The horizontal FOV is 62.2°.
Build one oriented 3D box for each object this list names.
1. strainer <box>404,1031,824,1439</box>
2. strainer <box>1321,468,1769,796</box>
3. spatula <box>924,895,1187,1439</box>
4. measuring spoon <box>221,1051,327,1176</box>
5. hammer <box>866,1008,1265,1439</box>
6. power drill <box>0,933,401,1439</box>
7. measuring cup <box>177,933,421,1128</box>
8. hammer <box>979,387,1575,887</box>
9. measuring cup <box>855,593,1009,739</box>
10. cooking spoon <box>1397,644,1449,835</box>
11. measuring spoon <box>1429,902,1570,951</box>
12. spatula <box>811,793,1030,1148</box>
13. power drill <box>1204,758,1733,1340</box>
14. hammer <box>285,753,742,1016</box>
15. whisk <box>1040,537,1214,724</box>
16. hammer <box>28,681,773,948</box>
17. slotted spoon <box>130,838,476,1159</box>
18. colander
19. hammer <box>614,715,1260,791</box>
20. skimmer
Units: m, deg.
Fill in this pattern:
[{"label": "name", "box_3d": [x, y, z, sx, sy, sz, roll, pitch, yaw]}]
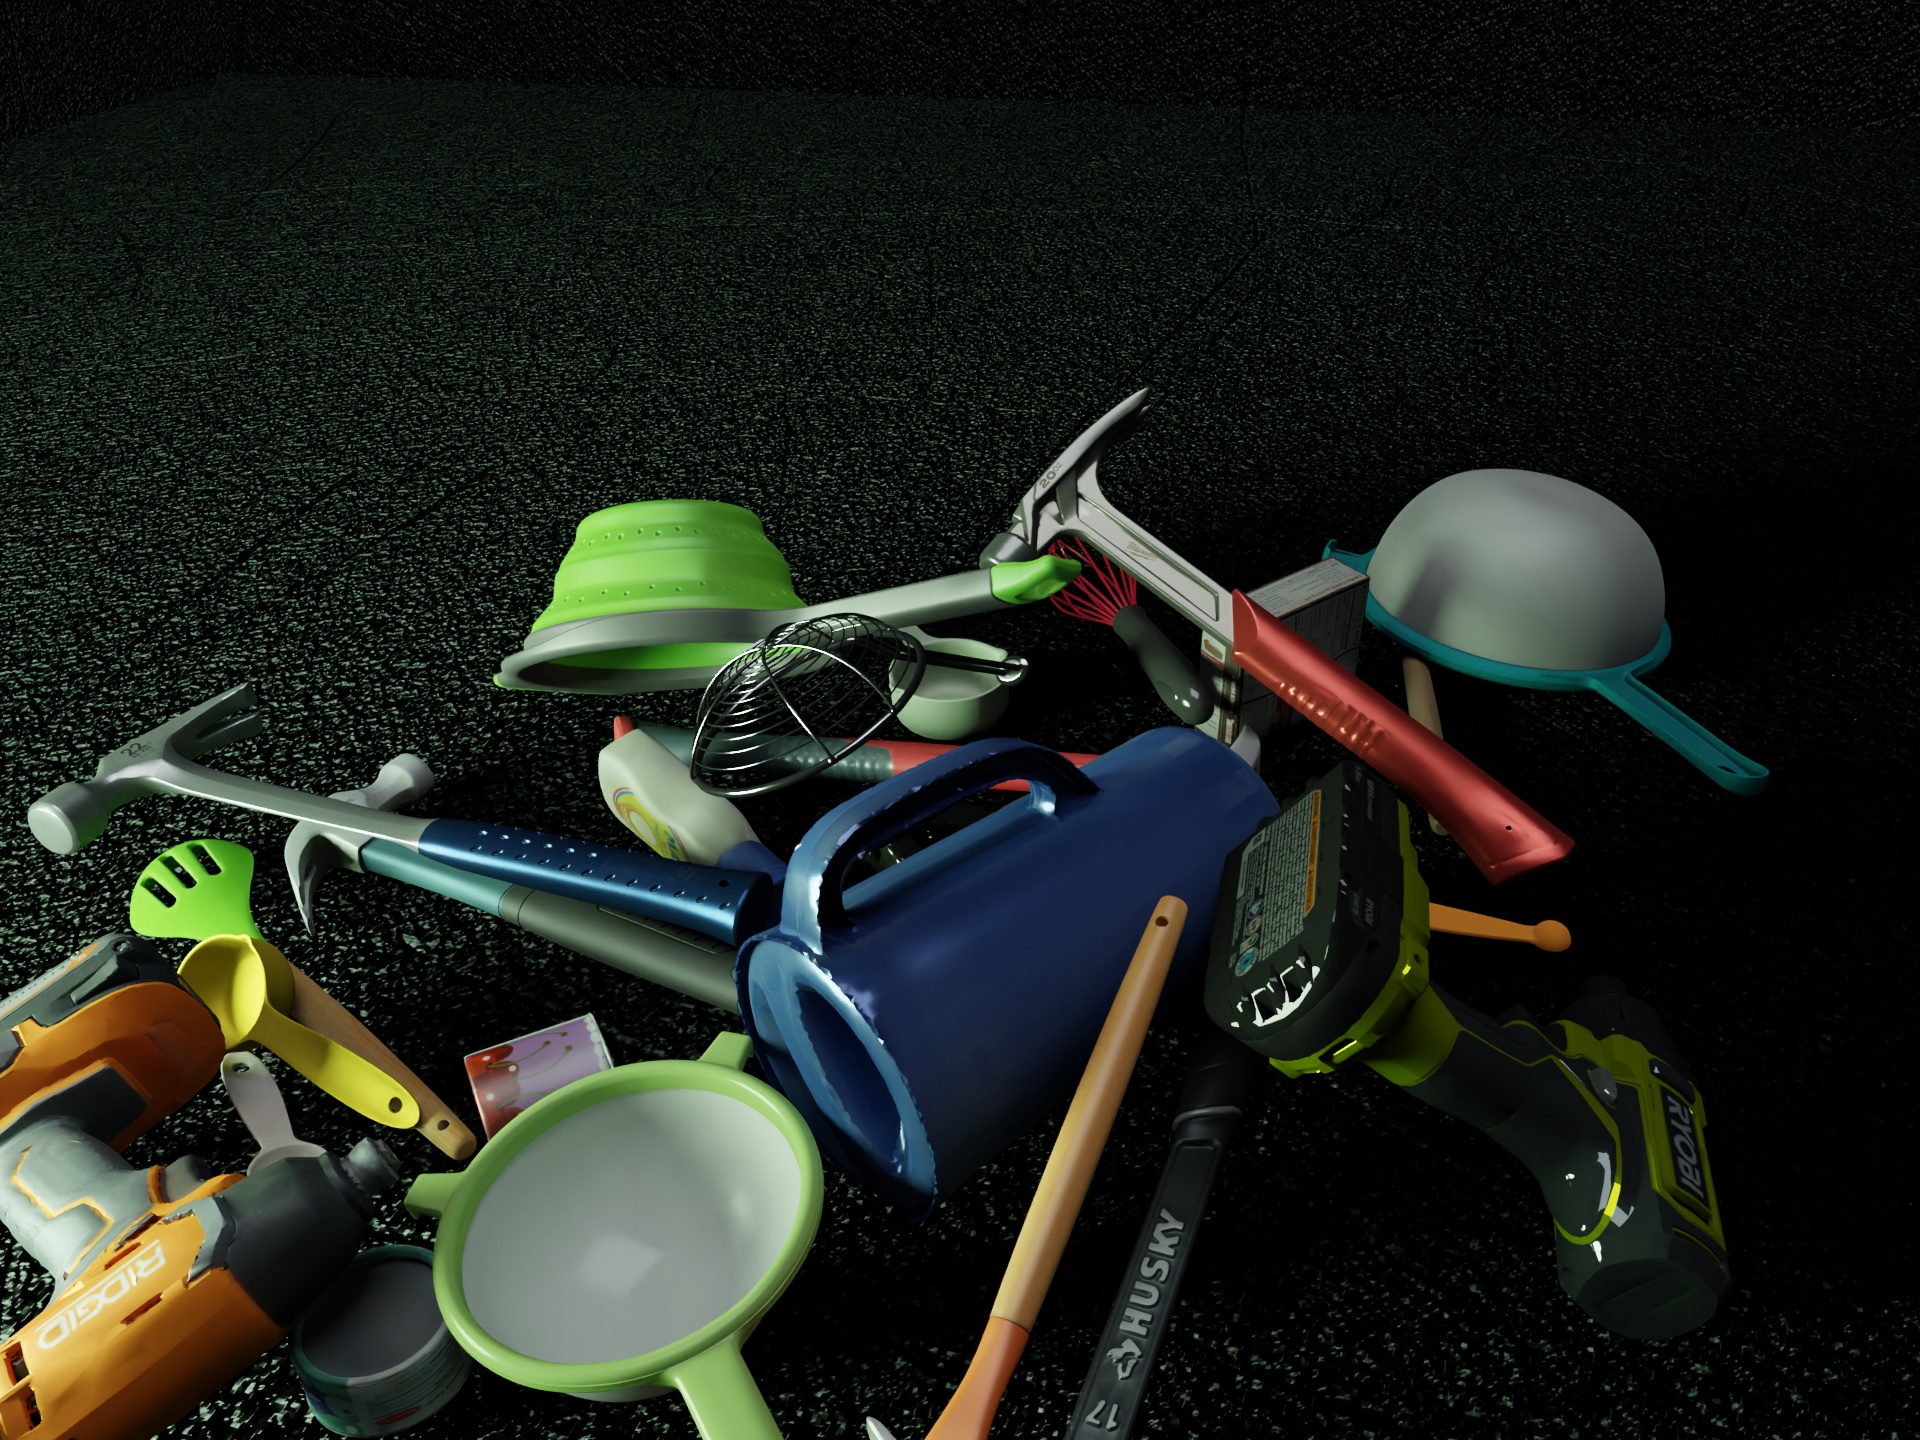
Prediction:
[{"label": "strainer", "box_3d": [-0.098, 0.236, 0.591, 0.151, 0.069, 0.257, -23, 39, -20]}, {"label": "strainer", "box_3d": [0.395, -0.079, 1.010, 0.211, 0.095, 0.341, -7, 33, -17]}, {"label": "spatula", "box_3d": [0.028, 0.200, 0.577, 0.081, 0.041, 0.323, 11, 53, 24]}, {"label": "measuring spoon", "box_3d": [-0.321, 0.188, 0.735, 0.034, 0.018, 0.124, -10, 25, -34]}, {"label": "hammer", "box_3d": [0.097, 0.188, 0.689, 0.149, 0.036, 0.409, 9, 34, 19]}, {"label": "power drill", "box_3d": [-0.331, 0.183, 0.648, 0.164, 0.084, 0.227, -36, 42, -20]}, {"label": "measuring cup", "box_3d": [-0.309, 0.153, 0.756, 0.156, 0.062, 0.029, 25, -3, 20]}, {"label": "hammer", "box_3d": [0.190, -0.039, 0.896, 0.359, 0.036, 0.149, 39, 76, 16]}, {"label": "measuring cup", "box_3d": [-0.028, -0.037, 1.042, 0.083, 0.038, 0.168, -18, 34, -23]}, {"label": "cooking spoon", "box_3d": [0.293, -0.026, 1.020, 0.069, 0.017, 0.319, 8, 33, 5]}, {"label": "measuring spoon", "box_3d": [0.258, 0.101, 0.831, 0.117, 0.011, 0.021, 10, 35, 18]}, {"label": "spatula", "box_3d": [-0.009, 0.121, 0.812, 0.060, 0.018, 0.316, 17, 36, 20]}, {"label": "power drill", "box_3d": [0.214, 0.124, 0.656, 0.223, 0.080, 0.171, 37, 36, -11]}, {"label": "hammer", "box_3d": [-0.224, 0.098, 0.847, 0.331, 0.033, 0.128, 15, 36, 25]}, {"label": "whisk", "box_3d": [0.105, -0.073, 1.044, 0.073, 0.073, 0.296, -9, 30, -11]}, {"label": "hammer", "box_3d": [-0.288, 0.056, 0.852, 0.405, 0.035, 0.144, 10, 33, 18]}, {"label": "slotted spoon", "box_3d": [-0.337, 0.133, 0.804, 0.314, 0.031, 0.070, 27, 56, 35]}, {"label": "colander", "box_3d": [-0.107, -0.086, 0.908, 0.397, 0.094, 0.204, -8, -7, 36]}, {"label": "hammer", "box_3d": [-0.021, 0.022, 0.933, 0.386, 0.038, 0.143, 3, 13, 17]}, {"label": "skimmer", "box_3d": [-0.001, -0.003, 0.879, 0.127, 0.090, 0.363, -10, -8, 34]}]
